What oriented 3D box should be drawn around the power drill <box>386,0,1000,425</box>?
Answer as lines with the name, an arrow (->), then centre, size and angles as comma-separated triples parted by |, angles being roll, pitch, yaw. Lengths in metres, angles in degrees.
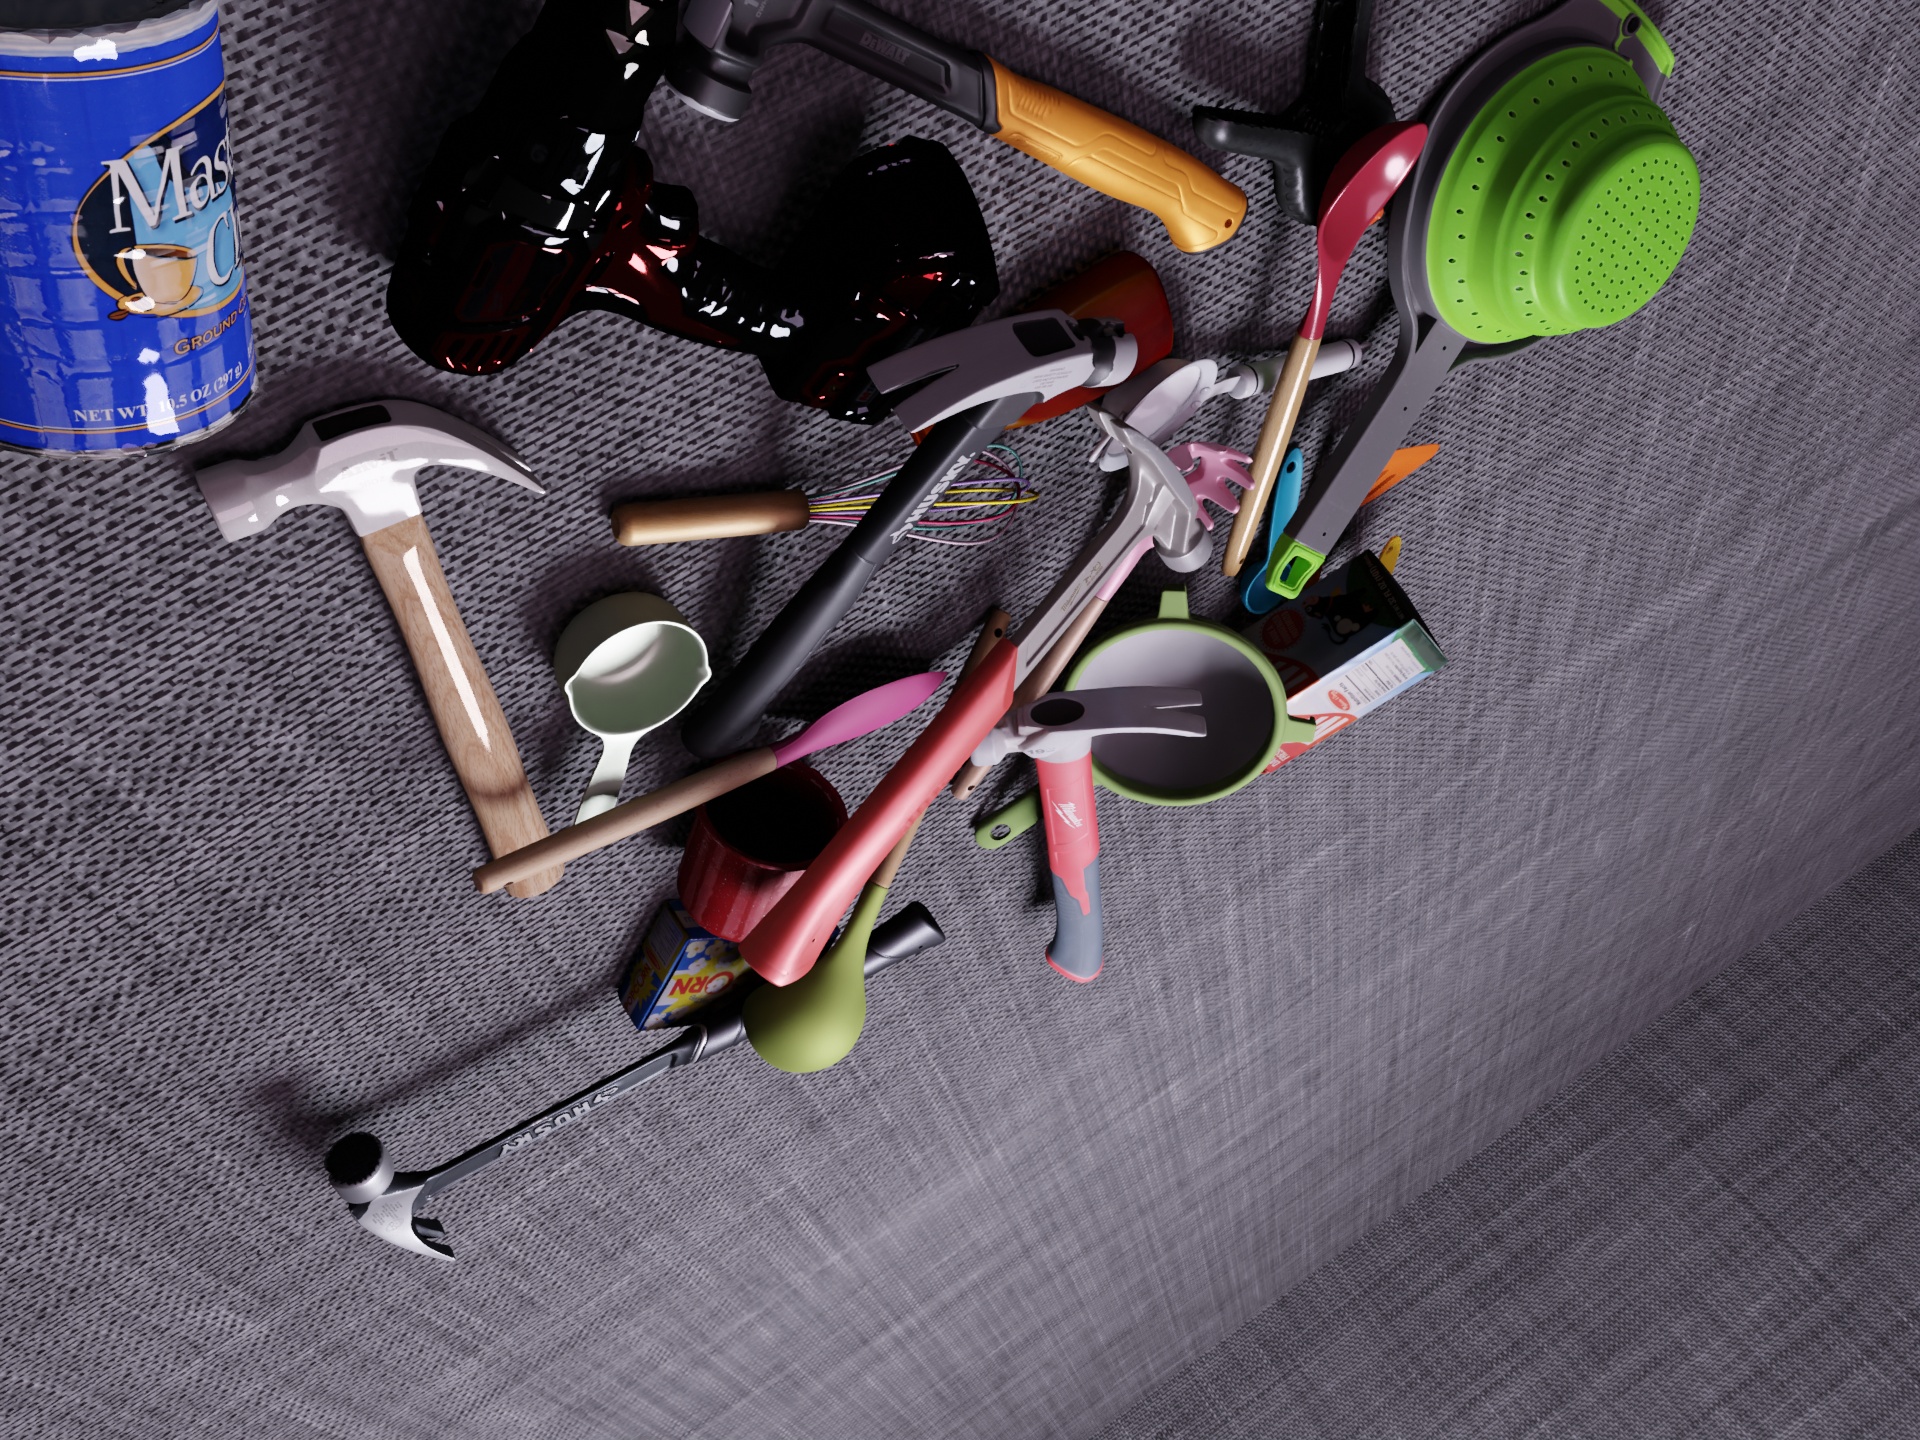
power drill -> -0.094, -0.202, 0.630 | 0.226, 0.080, 0.188 | -1, 153, -39

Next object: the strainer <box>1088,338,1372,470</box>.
strainer -> 0.158, -0.199, 0.939 | 0.258, 0.050, 0.086 | -21, 159, -34

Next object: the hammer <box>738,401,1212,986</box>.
hammer -> -0.001, -0.003, 0.878 | 0.359, 0.037, 0.149 | -50, 146, 1

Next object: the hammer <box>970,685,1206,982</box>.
hammer -> 0.094, 0.093, 1.107 | 0.143, 0.038, 0.385 | -5, 148, 4

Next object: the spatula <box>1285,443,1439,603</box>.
spatula -> 0.250, -0.076, 1.160 | 0.081, 0.041, 0.322 | -15, 140, -29

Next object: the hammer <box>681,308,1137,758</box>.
hammer -> -0.057, -0.078, 0.795 | 0.146, 0.035, 0.334 | -20, 162, -47

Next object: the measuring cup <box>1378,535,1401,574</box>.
measuring cup -> 0.293, -0.091, 1.176 | 0.062, 0.029, 0.156 | -30, 152, -21

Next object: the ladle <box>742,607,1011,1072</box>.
ladle -> -0.046, 0.075, 0.998 | 0.078, 0.062, 0.320 | 25, 90, -28

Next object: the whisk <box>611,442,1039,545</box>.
whisk -> -0.062, -0.113, 0.831 | 0.245, 0.047, 0.051 | -10, 137, -31

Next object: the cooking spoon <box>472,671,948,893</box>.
cooking spoon -> -0.129, 0.030, 0.902 | 0.319, 0.017, 0.068 | -24, 168, -37

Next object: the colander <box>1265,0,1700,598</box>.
colander -> 0.319, -0.229, 0.954 | 0.204, 0.095, 0.397 | 17, 111, -40

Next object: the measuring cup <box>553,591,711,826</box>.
measuring cup -> -0.189, 0.002, 0.849 | 0.083, 0.038, 0.167 | -6, 136, -38

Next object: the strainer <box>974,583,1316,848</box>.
strainer -> 0.107, 0.007, 1.102 | 0.151, 0.069, 0.256 | 42, 122, -19

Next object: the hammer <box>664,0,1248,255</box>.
hammer -> 0.030, -0.287, 0.727 | 0.336, 0.034, 0.127 | 6, 127, -46

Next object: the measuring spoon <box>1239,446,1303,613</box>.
measuring spoon -> 0.213, -0.132, 1.090 | 0.042, 0.021, 0.128 | -17, 131, -26

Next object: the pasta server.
pasta server -> 0.077, -0.055, 1.008 | 0.060, 0.040, 0.316 | 9, 130, -36

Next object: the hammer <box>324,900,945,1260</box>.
hammer -> -0.189, 0.223, 1.031 | 0.409, 0.036, 0.149 | -25, 145, -18

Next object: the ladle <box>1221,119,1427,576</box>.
ladle -> 0.196, -0.202, 0.920 | 0.069, 0.031, 0.315 | -30, 149, -32

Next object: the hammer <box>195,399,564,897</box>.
hammer -> -0.245, -0.018, 0.781 | 0.130, 0.031, 0.331 | -26, 144, -18
